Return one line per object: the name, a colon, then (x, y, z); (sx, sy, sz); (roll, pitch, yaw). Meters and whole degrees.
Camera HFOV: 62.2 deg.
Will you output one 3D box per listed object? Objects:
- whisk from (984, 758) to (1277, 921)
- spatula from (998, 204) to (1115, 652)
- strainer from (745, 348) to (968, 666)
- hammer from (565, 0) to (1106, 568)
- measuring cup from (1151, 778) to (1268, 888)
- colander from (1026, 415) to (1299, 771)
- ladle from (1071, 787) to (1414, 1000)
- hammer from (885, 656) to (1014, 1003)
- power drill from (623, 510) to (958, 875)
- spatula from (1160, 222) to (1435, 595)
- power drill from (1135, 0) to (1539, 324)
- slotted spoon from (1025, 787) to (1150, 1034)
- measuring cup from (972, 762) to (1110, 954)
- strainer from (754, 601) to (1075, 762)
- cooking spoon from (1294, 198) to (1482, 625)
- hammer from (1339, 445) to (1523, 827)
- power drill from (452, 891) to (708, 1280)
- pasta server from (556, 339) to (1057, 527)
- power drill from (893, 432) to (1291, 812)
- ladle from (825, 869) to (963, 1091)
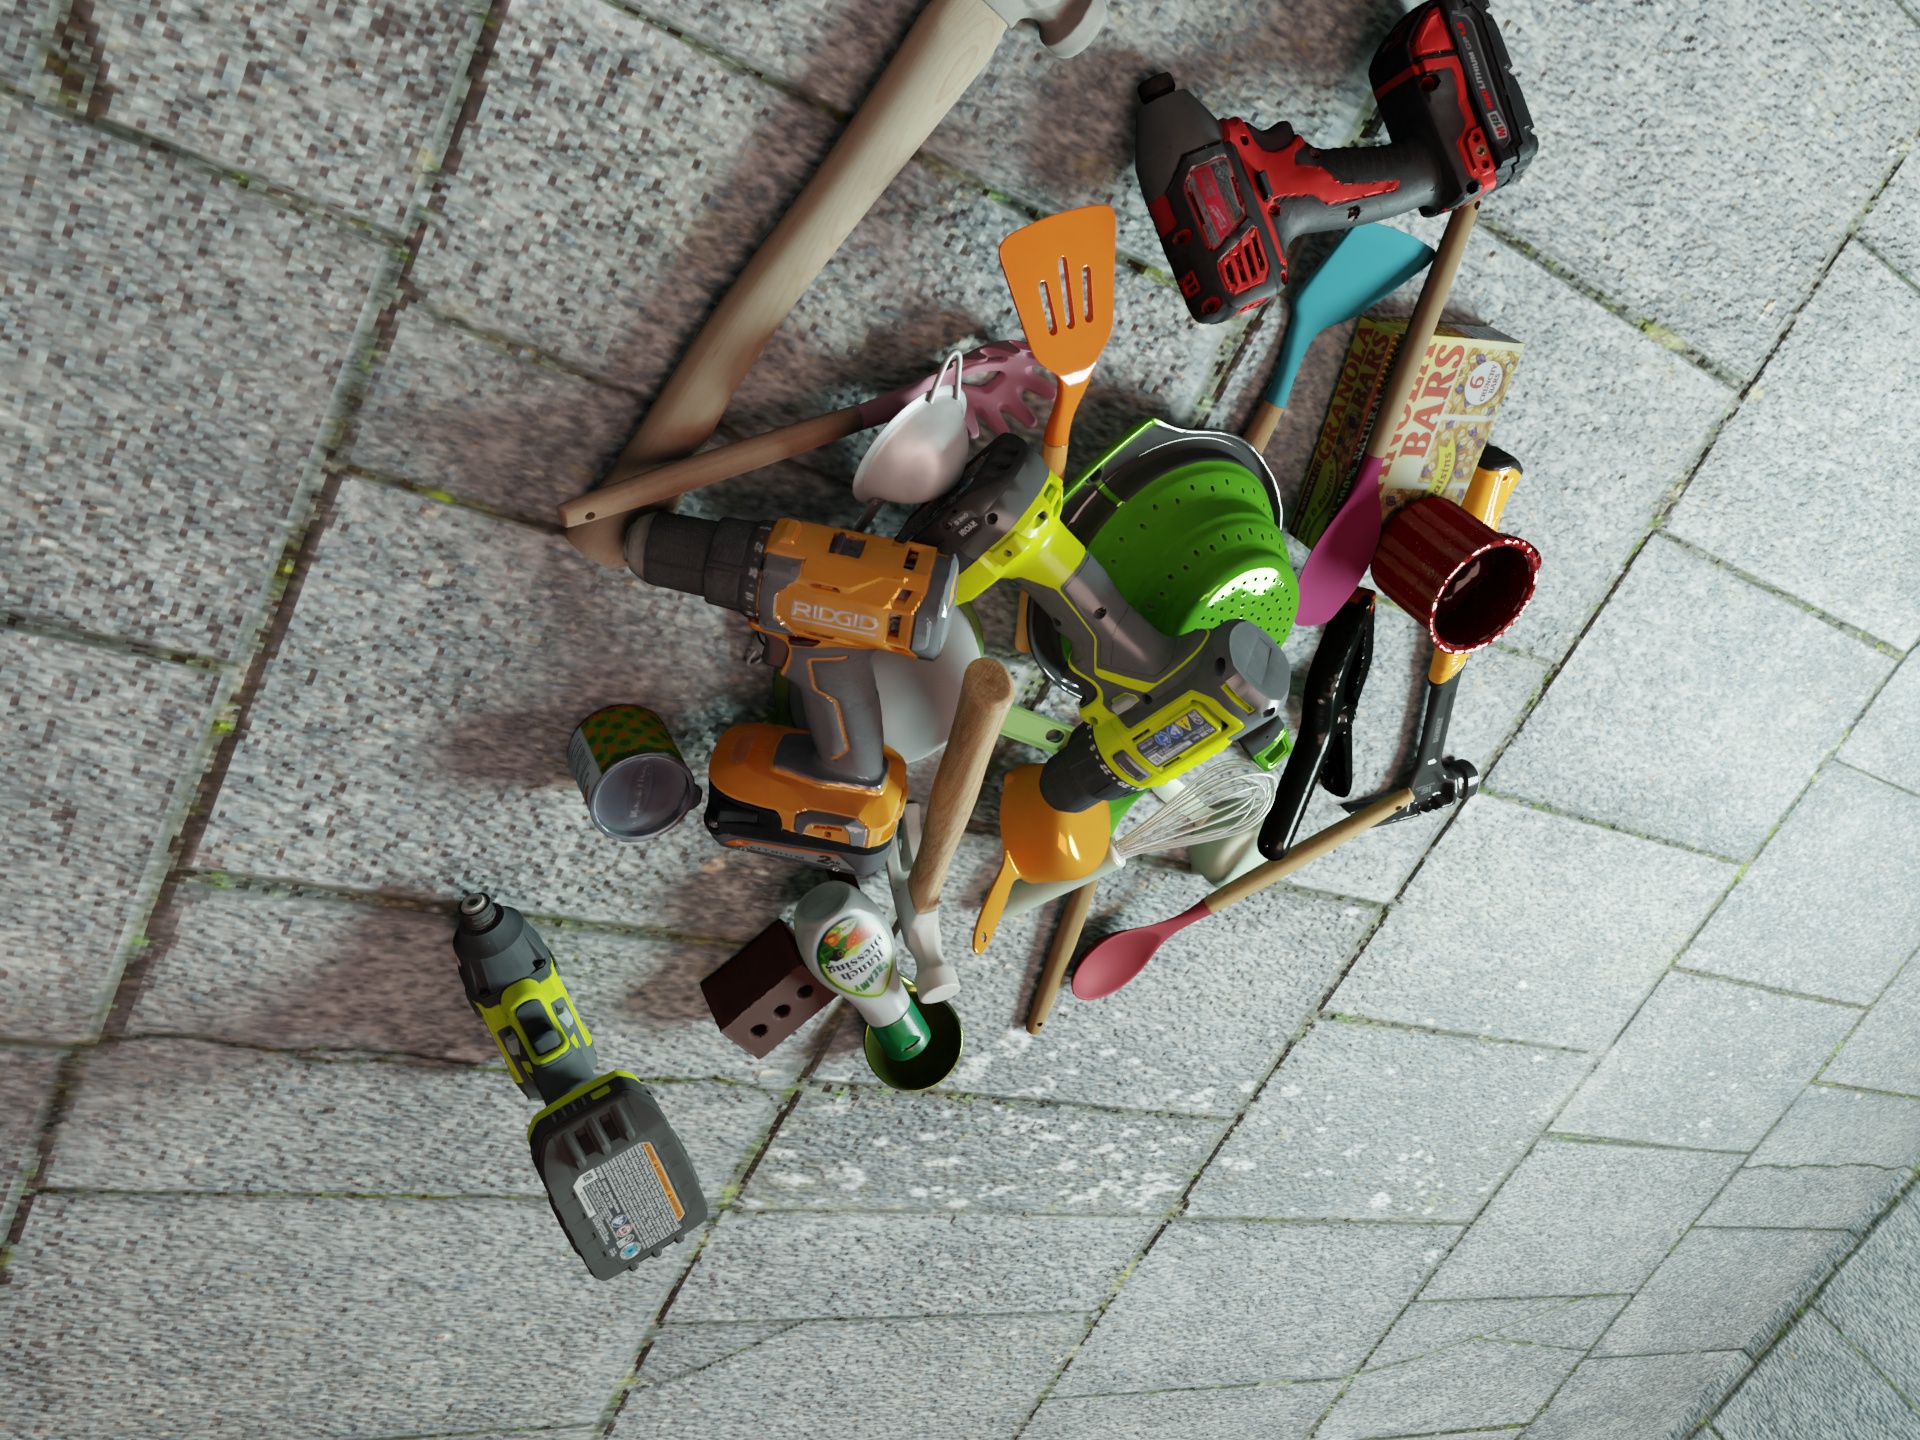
whisk: (0.124, 0.095, 1.187); (0.246, 0.058, 0.059); (-27, 147, 19)
spatula: (0.051, -0.160, 0.983); (0.081, 0.041, 0.322); (-26, 147, -25)
strainer: (-0.060, -0.110, 0.942); (0.087, 0.050, 0.258); (-24, 162, -52)
hammer: (-0.096, -0.258, 0.859); (0.146, 0.038, 0.410); (28, 106, -38)
measuring cup: (0.201, 0.085, 1.268); (0.083, 0.038, 0.167); (-47, 134, 7)
colander: (0.187, -0.041, 1.100); (0.204, 0.095, 0.396); (-44, 141, 0)
ladle: (0.221, 0.136, 1.273); (0.315, 0.031, 0.069); (-32, 139, 15)
hammer: (-0.010, 0.061, 1.018); (0.031, 0.130, 0.331); (-10, 151, -16)
power drill: (-0.106, -0.022, 0.934); (0.185, 0.084, 0.226); (12, 132, 1)
spatula: (0.205, -0.187, 1.074); (0.082, 0.044, 0.317); (5, 120, -39)
power drill: (0.209, -0.336, 0.930); (0.219, 0.078, 0.143); (-25, 97, -8)
slotted spoon: (0.096, 0.130, 1.250); (0.070, 0.031, 0.313); (2, 123, -21)
measuring cup: (0.058, 0.099, 1.118); (0.052, 0.174, 0.095); (-7, 125, 31)
strainer: (-0.002, -0.003, 1.071); (0.256, 0.069, 0.151); (20, 111, -36)
cooking spoon: (0.287, -0.204, 1.071); (0.068, 0.017, 0.318); (-7, 126, -34)
hammer: (0.388, -0.060, 1.275); (0.127, 0.034, 0.336); (-15, 128, -21)
power drill: (-0.248, 0.218, 0.986); (0.080, 0.223, 0.171); (-28, 132, -19)
pasta server: (-0.078, -0.160, 0.904); (0.316, 0.040, 0.060); (-24, 143, -27)
power drill: (0.059, -0.045, 0.965); (0.228, 0.080, 0.190); (41, 134, -14)
ladle: (-0.068, 0.153, 1.156); (0.078, 0.062, 0.319); (-25, 128, -8)
